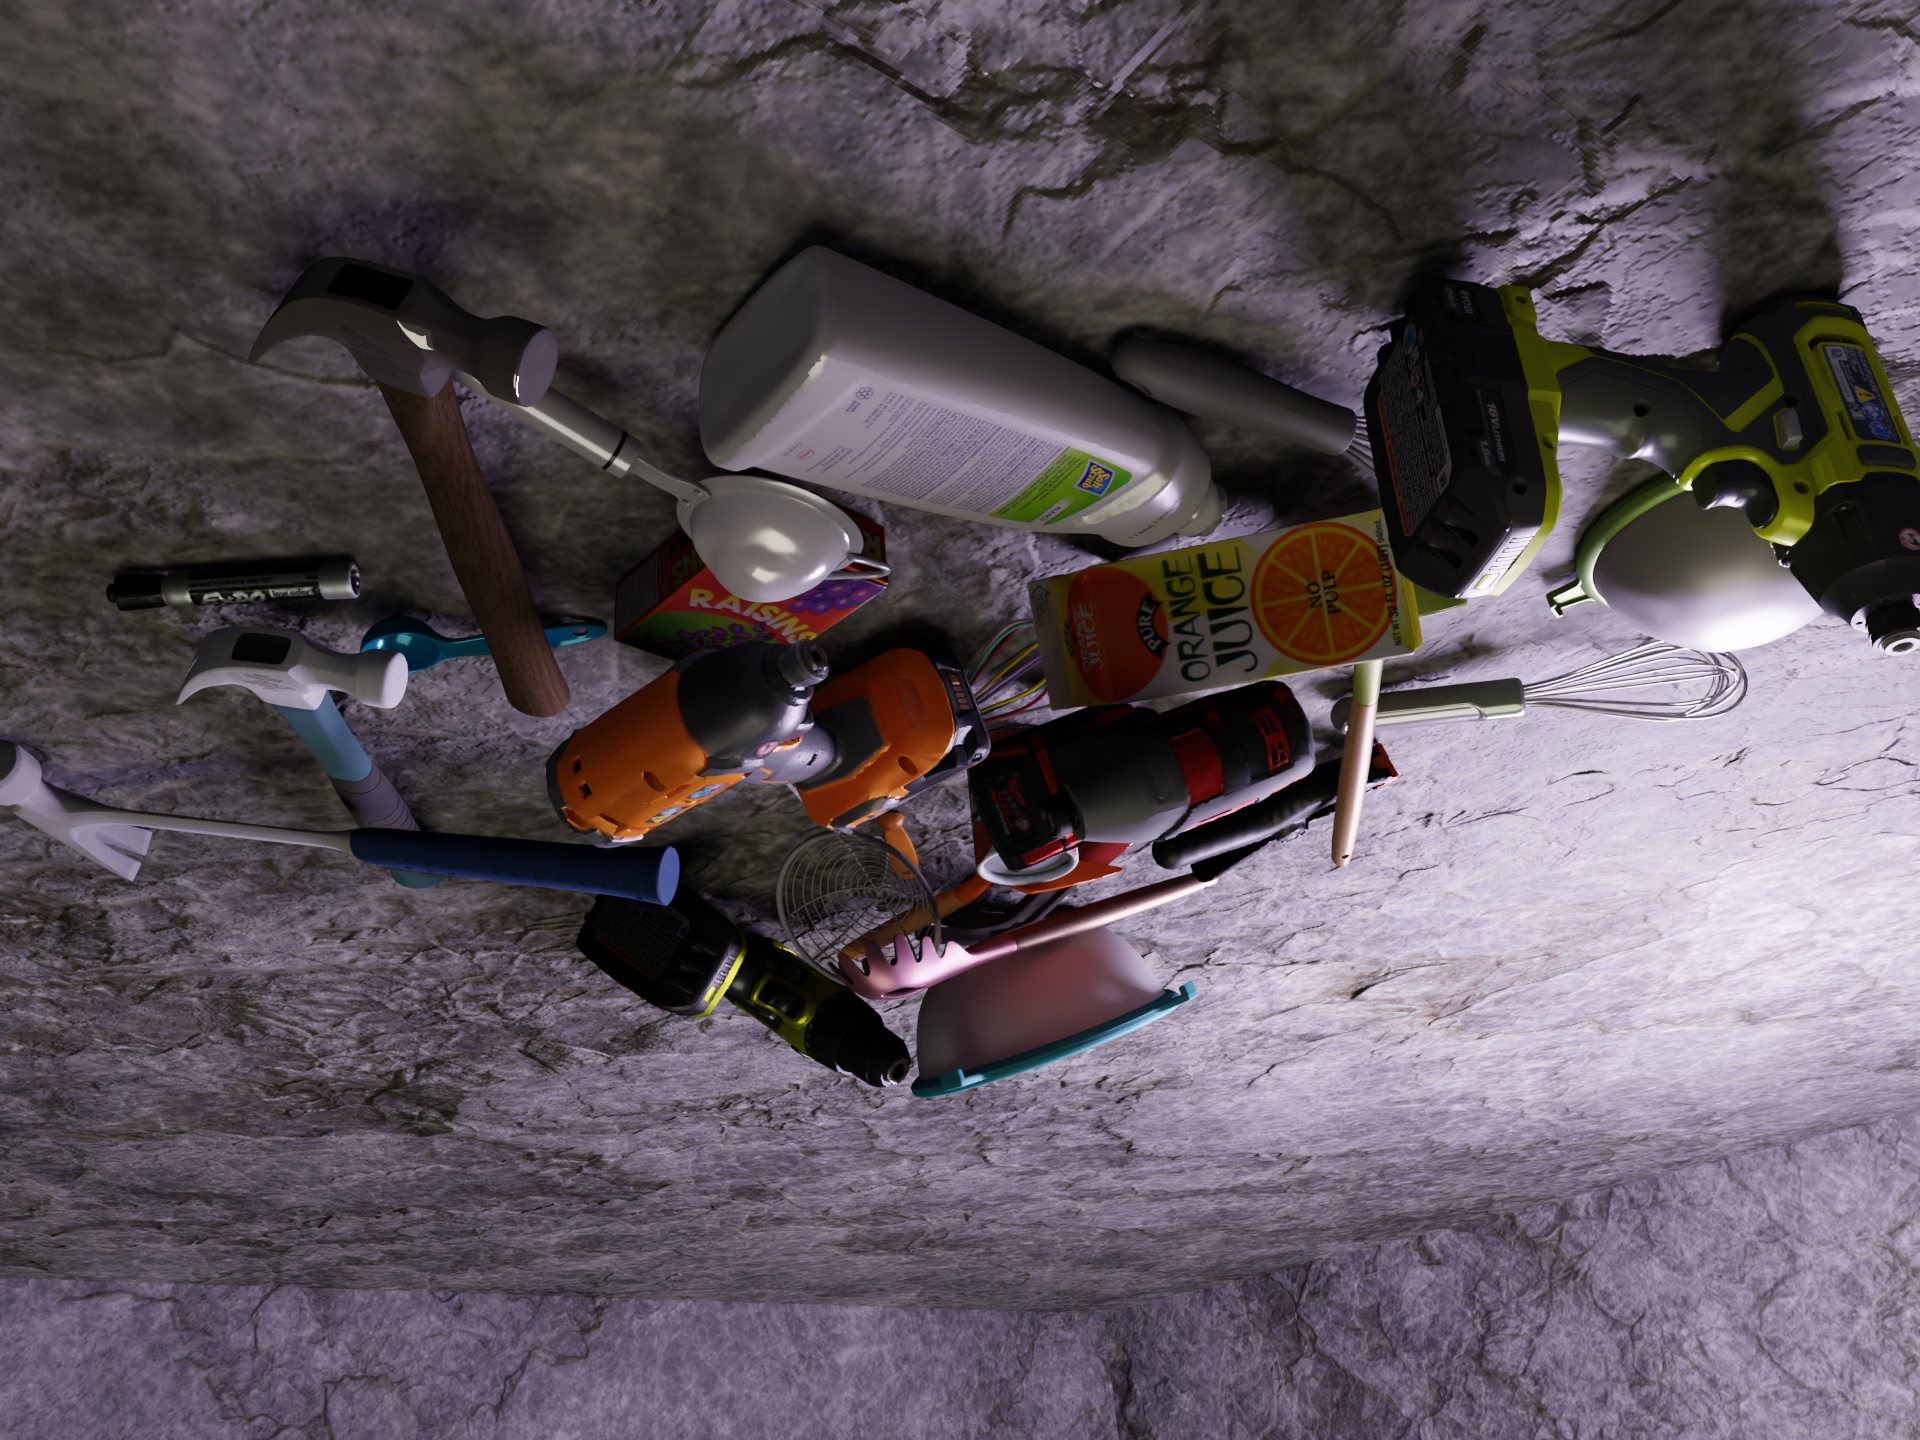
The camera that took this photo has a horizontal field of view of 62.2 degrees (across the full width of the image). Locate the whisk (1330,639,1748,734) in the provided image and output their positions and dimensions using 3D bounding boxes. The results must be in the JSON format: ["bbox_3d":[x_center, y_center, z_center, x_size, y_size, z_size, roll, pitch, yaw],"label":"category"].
[{"bbox_3d":[0.355,-0.014,0.985,0.246,0.059,0.057,-7,140,12],"label":"whisk"}]

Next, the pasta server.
[{"bbox_3d":[0.055,0.142,1.119,0.316,0.040,0.060,-13,163,-30],"label":"pasta server"}]

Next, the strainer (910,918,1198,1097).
[{"bbox_3d":[0.038,0.213,1.249,0.211,0.095,0.340,-18,174,-14],"label":"strainer"}]

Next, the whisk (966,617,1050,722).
[{"bbox_3d":[-0.003,-0.002,0.953,0.051,0.047,0.245,12,150,-31],"label":"whisk"}]

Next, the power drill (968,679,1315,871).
[{"bbox_3d":[0.085,0.032,0.872,0.143,0.078,0.219,-20,-179,-16],"label":"power drill"}]

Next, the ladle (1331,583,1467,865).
[{"bbox_3d":[0.245,0.011,0.957,0.078,0.062,0.319,-12,143,-1],"label":"ladle"}]

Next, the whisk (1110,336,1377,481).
[{"bbox_3d":[0.174,-0.135,0.737,0.238,0.055,0.055,13,147,-22],"label":"whisk"}]

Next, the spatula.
[{"bbox_3d":[-0.007,0.143,1.169,0.081,0.041,0.322,-9,165,-36],"label":"spatula"}]

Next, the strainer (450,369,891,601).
[{"bbox_3d":[-0.141,-0.109,0.690,0.258,0.050,0.087,30,149,-25],"label":"strainer"}]

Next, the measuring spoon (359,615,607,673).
[{"bbox_3d":[-0.256,-0.049,0.857,0.128,0.021,0.042,-7,153,-15],"label":"measuring spoon"}]

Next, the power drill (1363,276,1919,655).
[{"bbox_3d":[0.298,-0.109,0.674,0.223,0.171,0.080,3,150,-8],"label":"power drill"}]

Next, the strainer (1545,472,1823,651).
[{"bbox_3d":[0.467,-0.074,0.866,0.256,0.069,0.151,3,150,-12],"label":"strainer"}]

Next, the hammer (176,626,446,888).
[{"bbox_3d":[-0.360,0.034,0.948,0.128,0.033,0.330,10,154,0],"label":"hammer"}]

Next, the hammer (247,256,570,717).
[{"bbox_3d":[-0.224,-0.086,0.723,0.130,0.031,0.331,21,154,6],"label":"hammer"}]

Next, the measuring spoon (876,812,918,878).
[{"bbox_3d":[-0.044,0.095,1.156,0.021,0.011,0.116,-6,152,2],"label":"measuring spoon"}]

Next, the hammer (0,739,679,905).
[{"bbox_3d":[-0.369,0.074,0.956,0.405,0.035,0.144,6,154,7],"label":"hammer"}]

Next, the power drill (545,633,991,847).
[{"bbox_3d":[-0.081,0.004,0.833,0.164,0.084,0.226,-29,165,31],"label":"power drill"}]

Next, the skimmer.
[{"bbox_3d":[-0.107,0.075,1.024,0.127,0.090,0.362,5,154,20],"label":"skimmer"}]

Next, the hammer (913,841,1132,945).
[{"bbox_3d":[0.091,0.088,1.142,0.149,0.037,0.359,6,150,-20],"label":"hammer"}]

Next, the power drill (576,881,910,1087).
[{"bbox_3d":[-0.153,0.196,1.177,0.191,0.080,0.228,24,171,41],"label":"power drill"}]
